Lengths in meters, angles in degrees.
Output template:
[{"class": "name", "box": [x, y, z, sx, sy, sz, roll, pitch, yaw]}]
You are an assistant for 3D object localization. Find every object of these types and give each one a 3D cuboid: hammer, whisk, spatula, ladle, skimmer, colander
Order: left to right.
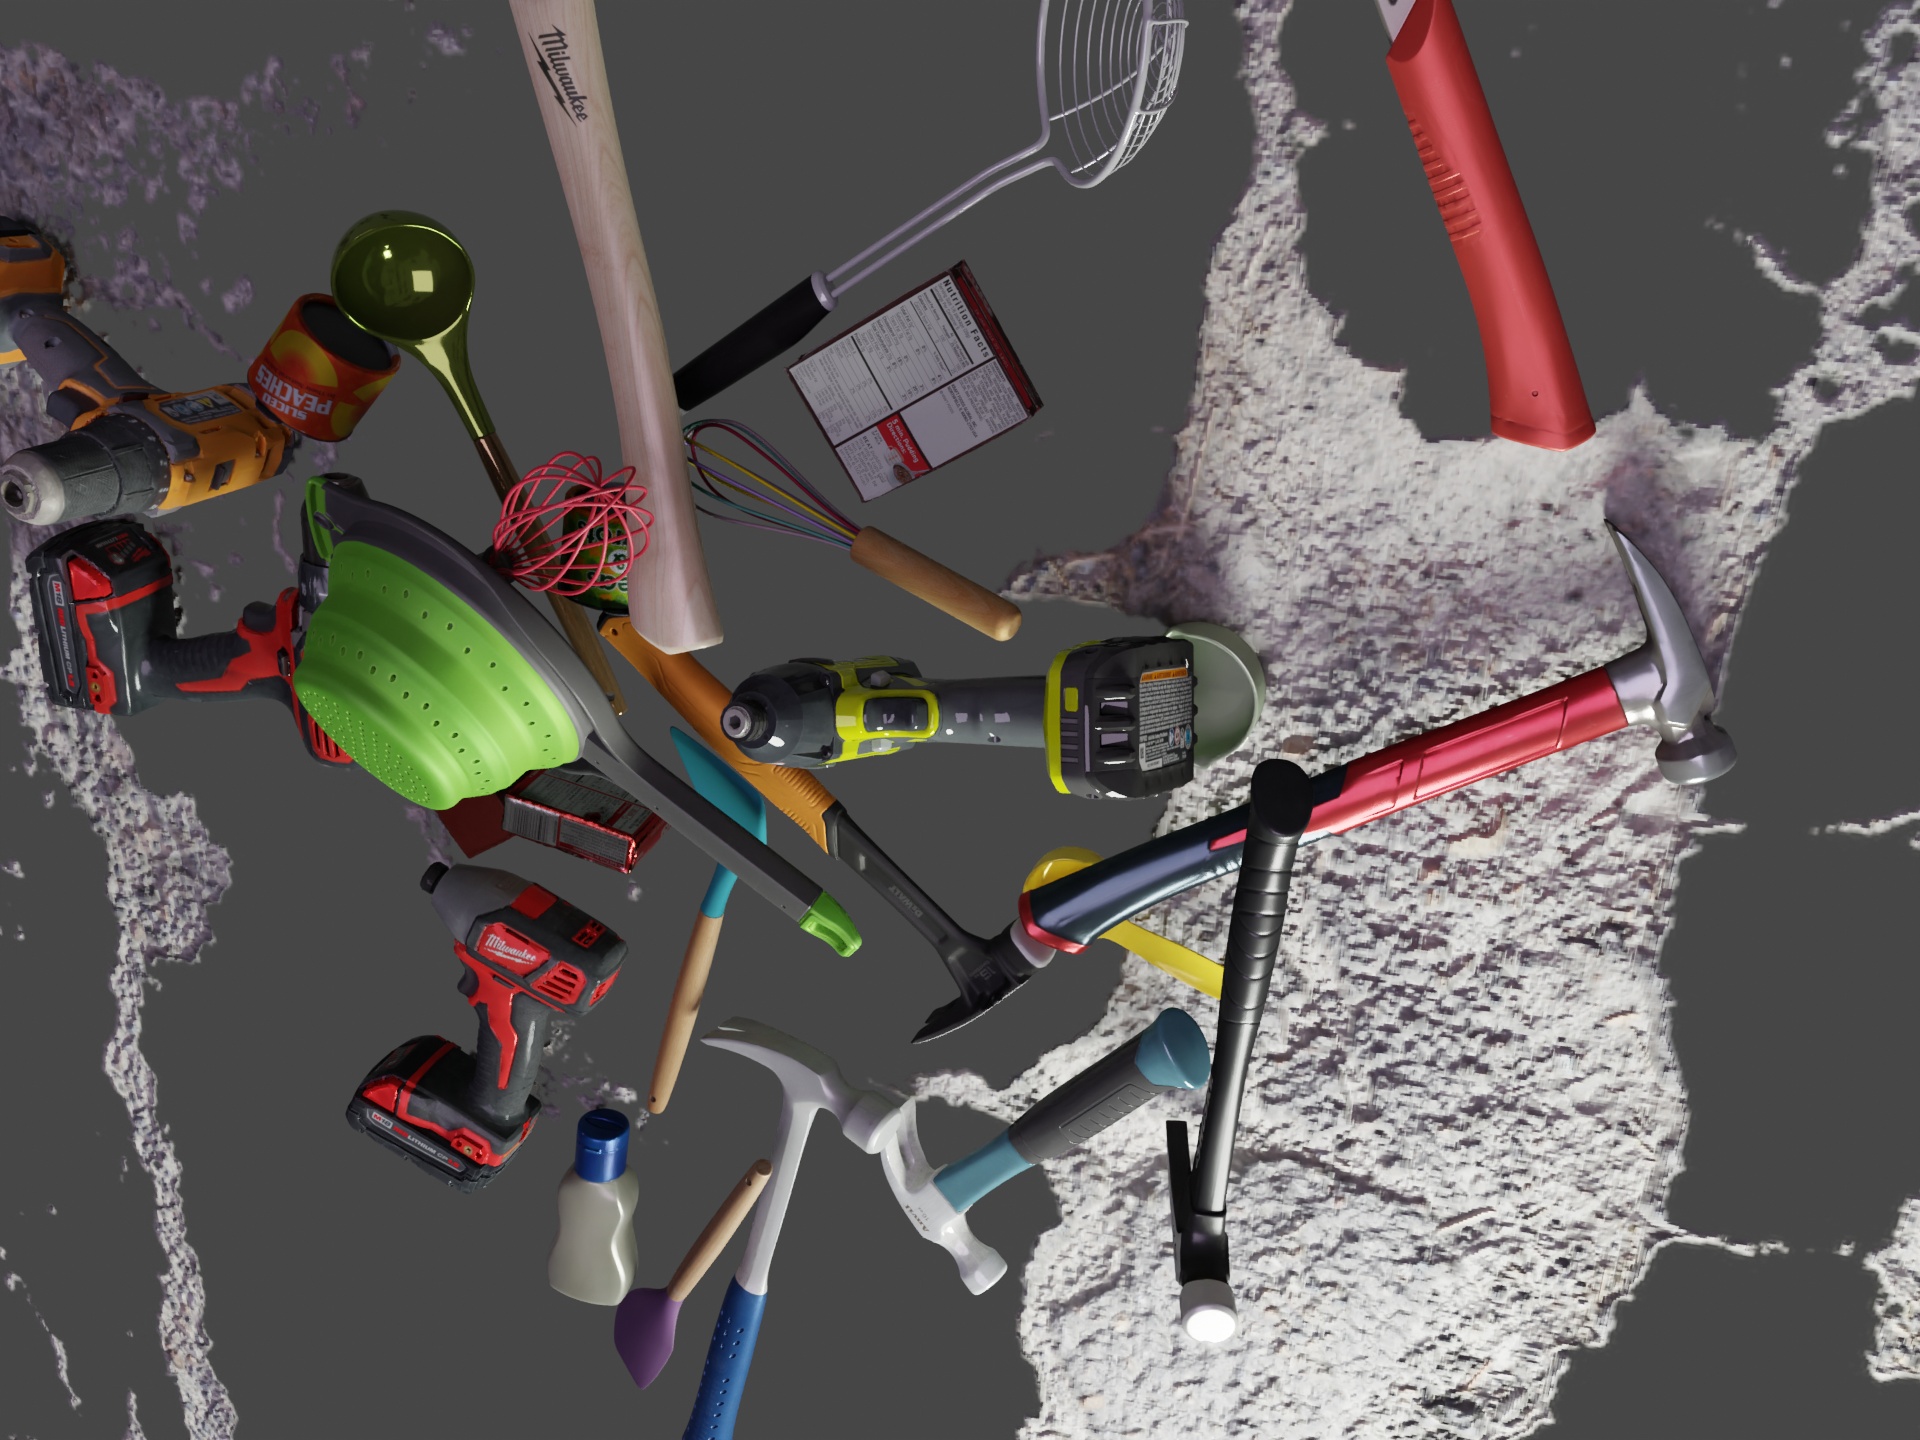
[{"class": "ladle", "box": [-0.269, -0.141, 0.935, 0.078, 0.062, 0.320, -23, 109, -3]}, {"class": "whisk", "box": [-0.247, -0.091, 0.881, 0.296, 0.073, 0.073, -10, 113, 55]}, {"class": "colander", "box": [-0.234, 0.032, 0.888, 0.397, 0.094, 0.204, 38, 154, -1]}, {"class": "hammer", "box": [-0.174, -0.240, 0.838, 0.146, 0.038, 0.410, -8, 99, 18]}, {"class": "spatula", "box": [-0.191, 0.385, 1.109, 0.060, 0.018, 0.315, 52, 133, 22]}, {"class": "spatula", "box": [-0.174, 0.144, 1.022, 0.082, 0.044, 0.317, 35, 124, 25]}, {"class": "hammer", "box": [-0.148, 0.381, 1.112, 0.144, 0.035, 0.405, 30, 122, 23]}, {"class": "hammer", "box": [-0.097, 0.053, 0.970, 0.337, 0.034, 0.127, 45, 129, -2]}, {"class": "whisk", "box": [-0.069, -0.106, 0.871, 0.245, 0.051, 0.047, 30, 142, 21]}, {"class": "skimmer", "box": [-0.041, -0.262, 0.802, 0.363, 0.090, 0.127, -27, 63, 27]}, {"class": "hammer", "box": [0.047, 0.250, 0.952, 0.128, 0.033, 0.331, 49, 138, 7]}, {"class": "hammer", "box": [0.152, 0.171, 0.879, 0.035, 0.146, 0.334, 4, 118, 1]}, {"class": "hammer", "box": [0.202, 0.029, 0.865, 0.386, 0.038, 0.143, -23, 103, 17]}, {"class": "hammer", "box": [0.233, -0.298, 0.742, 0.149, 0.037, 0.359, -20, 104, 22]}]

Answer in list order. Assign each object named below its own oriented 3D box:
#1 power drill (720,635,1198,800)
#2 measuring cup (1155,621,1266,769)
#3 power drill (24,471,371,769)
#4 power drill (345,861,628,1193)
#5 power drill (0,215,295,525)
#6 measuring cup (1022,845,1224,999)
[{"class": "power drill", "box": [-0.001, -0.003, 0.832, 0.223, 0.171, 0.080, 1, 94, 25]}, {"class": "measuring cup", "box": [0.092, -0.014, 0.901, 0.167, 0.038, 0.083, -6, 108, 30]}, {"class": "power drill", "box": [-0.462, -0.074, 1.005, 0.227, 0.080, 0.187, 9, 114, 9]}, {"class": "power drill", "box": [-0.328, 0.200, 1.081, 0.143, 0.078, 0.219, 30, 113, 2]}, {"class": "power drill", "box": [-0.532, -0.195, 0.916, 0.226, 0.185, 0.084, 35, 118, 3]}, {"class": "measuring cup", "box": [0.111, 0.126, 0.955, 0.156, 0.029, 0.062, 29, 116, 0]}]
